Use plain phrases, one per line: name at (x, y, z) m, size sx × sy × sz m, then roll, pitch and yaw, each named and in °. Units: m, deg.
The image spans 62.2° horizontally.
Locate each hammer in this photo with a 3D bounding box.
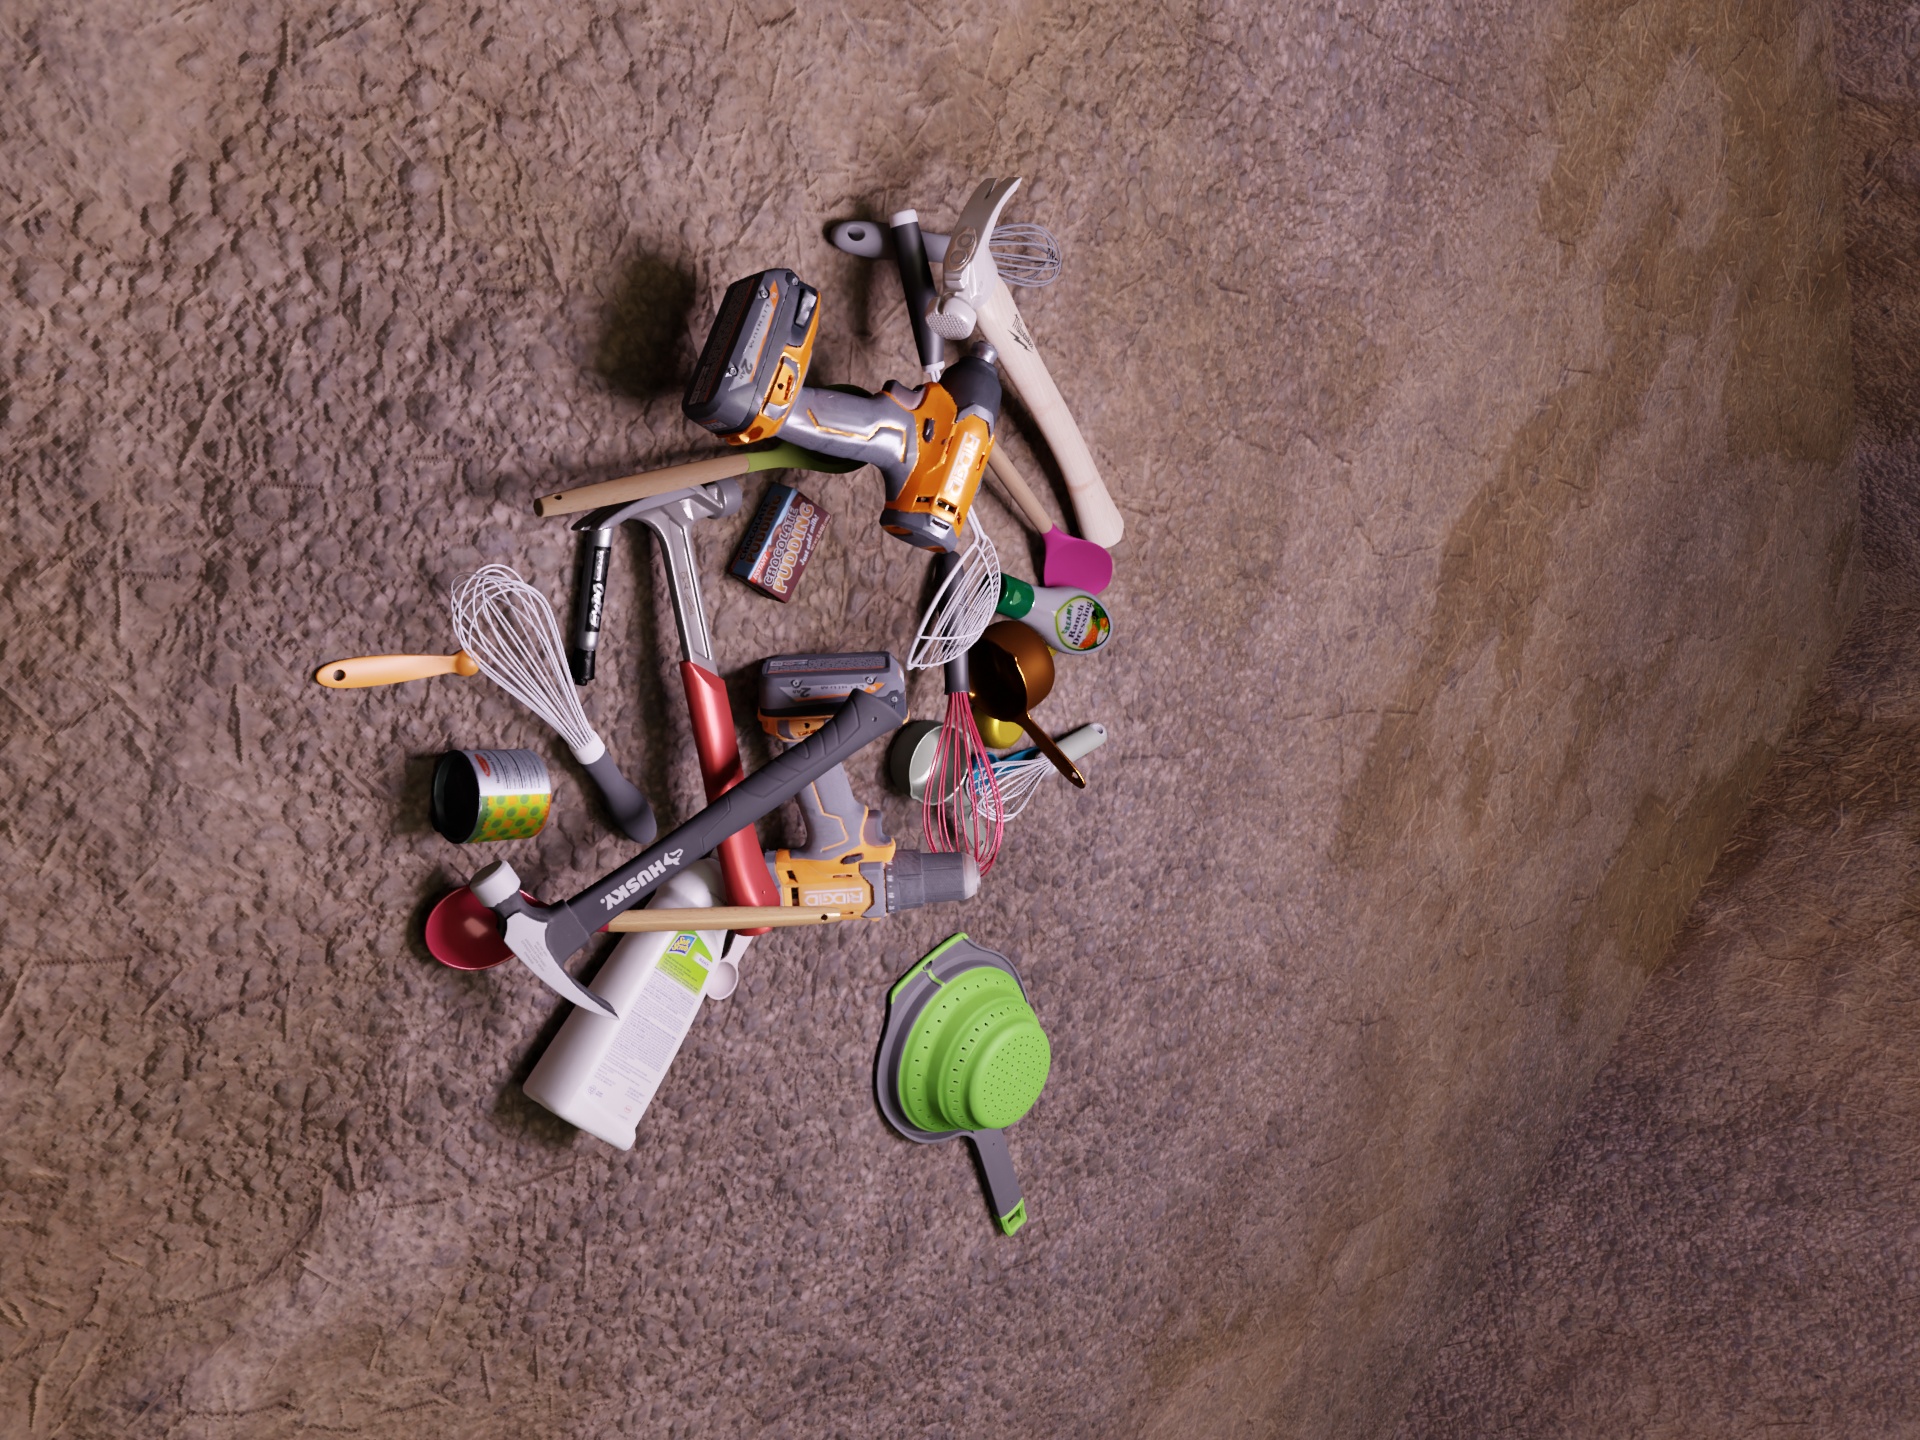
hammer at (0.077, -0.284, 1.390) m, size 0.410 × 0.038 × 0.146 m, roll 51°, pitch 53°, yaw -56°
hammer at (-0.184, 0.084, 1.190) m, size 0.335 × 0.035 × 0.146 m, roll -35°, pitch 110°, yaw -14°
hammer at (-0.197, 0.001, 1.217) m, size 0.149 × 0.037 × 0.359 m, roll -29°, pitch 116°, yaw -49°

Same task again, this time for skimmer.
skimmer at (-0.037, -0.221, 1.295) m, size 0.127 × 0.090 × 0.363 m, roll -50°, pitch 130°, yaw -67°

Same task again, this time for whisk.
whisk at (-0.007, -0.392, 1.313) m, size 0.239 × 0.055 × 0.055 m, roll -7°, pitch 110°, yaw -39°
whisk at (-0.002, -0.004, 1.403) m, size 0.073 × 0.073 × 0.296 m, roll 3°, pitch 82°, yaw -46°
whisk at (0.078, 0.045, 1.535) m, size 0.246 × 0.058 × 0.059 m, roll -26°, pitch 157°, yaw -53°
whisk at (-0.289, -0.003, 1.164) m, size 0.070 × 0.070 × 0.284 m, roll -46°, pitch 137°, yaw -24°

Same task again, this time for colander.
colander at (0.040, 0.402, 1.614) m, size 0.204 × 0.095 × 0.396 m, roll -37°, pitch 128°, yaw -31°

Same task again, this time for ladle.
ladle at (-0.176, -0.195, 1.171) m, size 0.320 × 0.078 × 0.062 m, roll -24°, pitch 151°, yaw -46°
ladle at (-0.242, 0.151, 1.209) m, size 0.315 × 0.031 × 0.069 m, roll 1°, pitch 104°, yaw -22°

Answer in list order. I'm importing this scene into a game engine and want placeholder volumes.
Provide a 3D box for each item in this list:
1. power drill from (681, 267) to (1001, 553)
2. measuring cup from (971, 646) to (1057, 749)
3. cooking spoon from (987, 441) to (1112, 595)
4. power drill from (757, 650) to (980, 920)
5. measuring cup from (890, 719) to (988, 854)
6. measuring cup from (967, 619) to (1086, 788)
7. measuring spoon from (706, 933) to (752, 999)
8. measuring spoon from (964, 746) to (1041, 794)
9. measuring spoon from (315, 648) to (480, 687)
power drill at (-0.072, -0.240, 1.167) m, size 0.226 × 0.084 × 0.164 m, roll 24°, pitch 83°, yaw -30°
measuring cup at (0.068, -0.035, 1.531) m, size 0.156 × 0.029 × 0.062 m, roll -50°, pitch 134°, yaw -21°
cooking spoon at (0.067, -0.189, 1.441) m, size 0.069 × 0.017 × 0.318 m, roll -34°, pitch 146°, yaw 7°
power drill at (-0.078, 0.060, 1.320) m, size 0.185 × 0.084 × 0.226 m, roll -3°, pitch 108°, yaw -2°
measuring cup at (-0.015, 0.067, 1.480) m, size 0.083 × 0.038 × 0.167 m, roll -48°, pitch 135°, yaw -23°
measuring cup at (0.071, -0.016, 1.456) m, size 0.052 × 0.095 × 0.173 m, roll -36°, pitch 84°, yaw -36°
measuring spoon at (-0.189, 0.180, 1.363) m, size 0.034 × 0.018 × 0.124 m, roll 41°, pitch 68°, yaw -40°
measuring spoon at (0.042, 0.041, 1.547) m, size 0.128 × 0.021 × 0.042 m, roll -16°, pitch 119°, yaw -52°
measuring spoon at (-0.381, -0.034, 1.085) m, size 0.117 × 0.011 × 0.021 m, roll -9°, pitch 110°, yaw -44°
